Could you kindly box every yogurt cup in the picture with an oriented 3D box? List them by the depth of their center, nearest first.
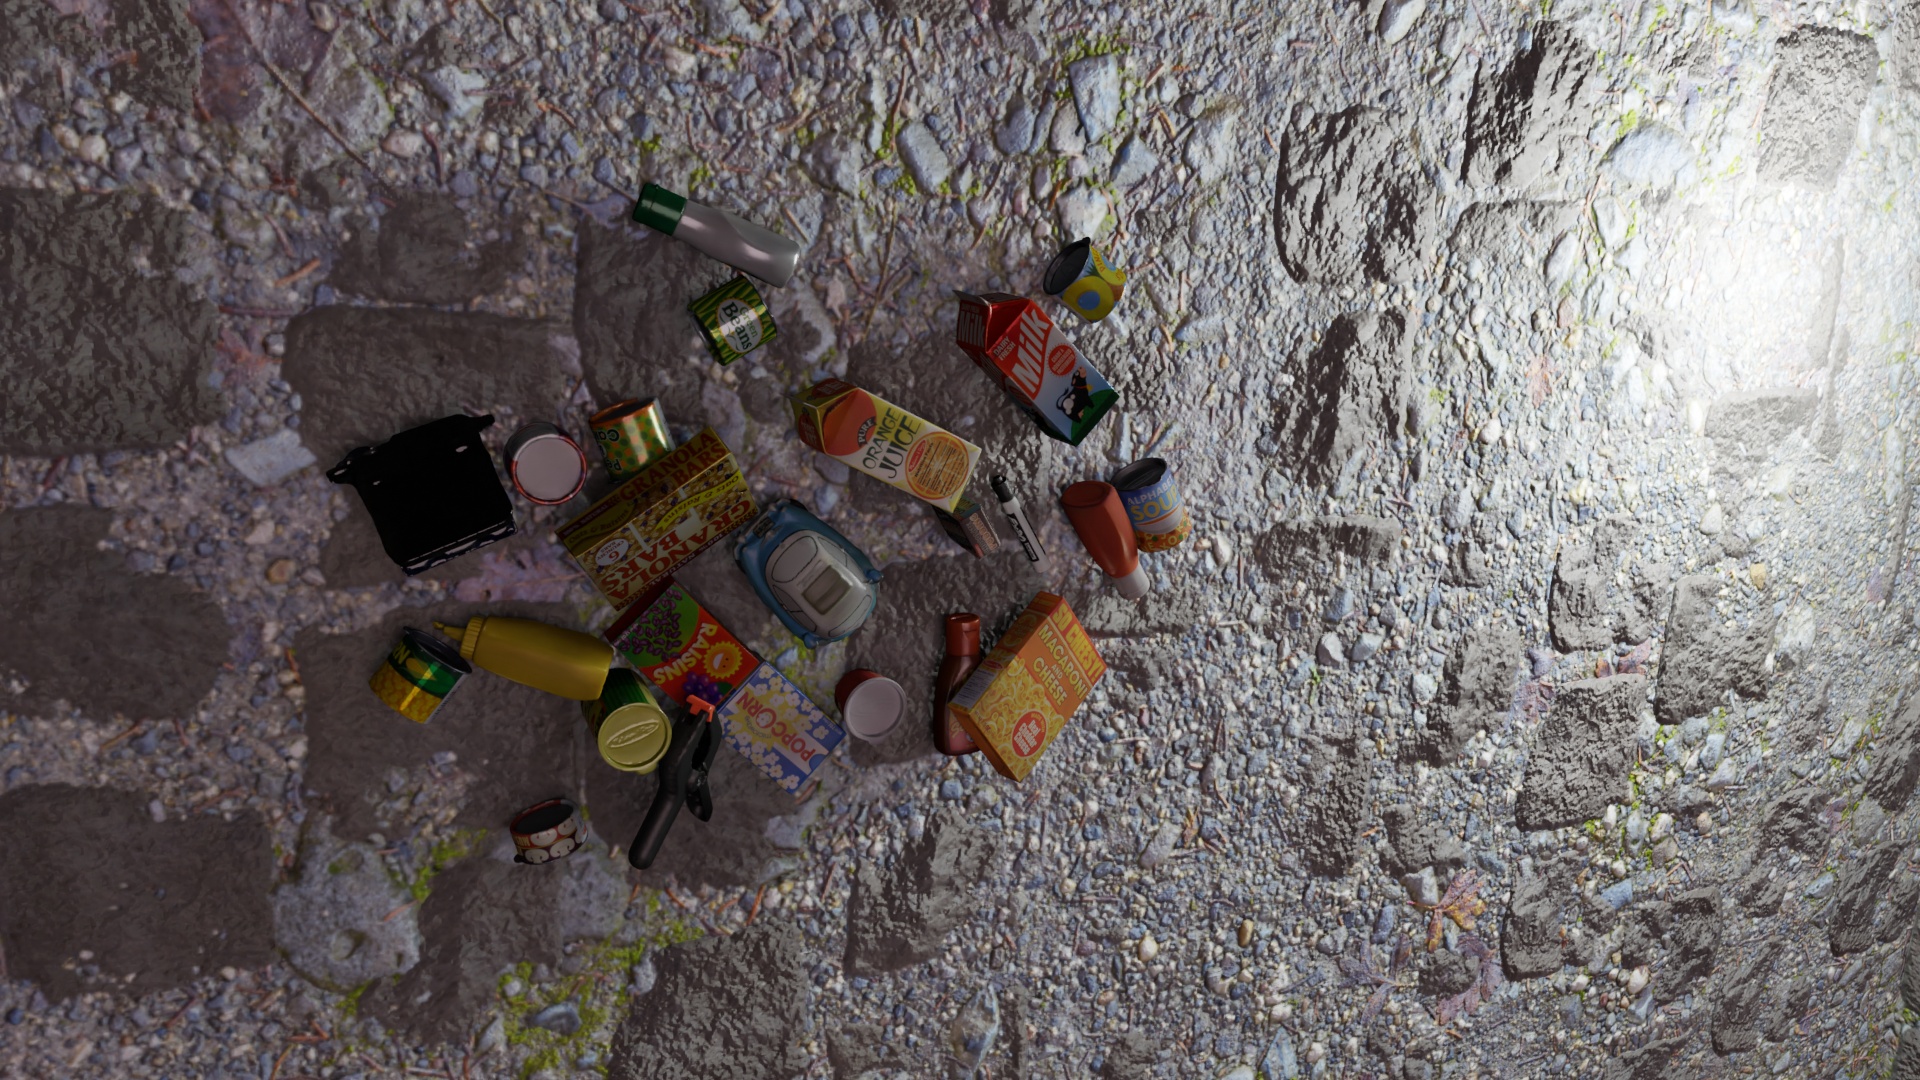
[{"bbox_3d":[-0.096,0.166,1.431,0.072,0.054,0.072,-7,106,-24],"label":"yogurt cup"}]

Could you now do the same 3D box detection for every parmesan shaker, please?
[{"bbox_3d":[-0.314,0.169,1.301,0.071,0.103,0.071,-6,106,-23],"label":"parmesan shaker"}]

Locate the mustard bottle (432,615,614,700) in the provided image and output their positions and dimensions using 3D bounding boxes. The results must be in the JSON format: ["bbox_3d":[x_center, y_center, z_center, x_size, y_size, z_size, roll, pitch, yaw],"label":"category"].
[{"bbox_3d":[-0.400,0.100,1.265,0.160,0.065,0.048,18,110,-11],"label":"mustard bottle"}]

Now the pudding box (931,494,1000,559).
[{"bbox_3d":[0.005,-0.018,1.414,0.030,0.084,0.049,-34,116,-10],"label":"pudding box"}]

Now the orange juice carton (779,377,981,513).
[{"bbox_3d":[-0.083,-0.101,1.357,0.192,0.072,0.073,24,92,-28],"label":"orange juice carton"}]

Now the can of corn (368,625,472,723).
[{"bbox_3d":[-0.481,0.119,1.231,0.071,0.071,0.058,39,86,-28],"label":"can of corn"}]

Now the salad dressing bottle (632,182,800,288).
[{"bbox_3d":[-0.220,-0.277,1.255,0.148,0.064,0.043,21,113,-20],"label":"salad dressing bottle"}]

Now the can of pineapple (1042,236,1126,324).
[{"bbox_3d":[0.128,-0.264,1.416,0.058,0.071,0.071,32,89,-29],"label":"can of pineapple"}]

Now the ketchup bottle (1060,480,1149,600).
[{"bbox_3d":[0.163,0.002,1.508,0.044,0.064,0.148,-53,130,-30],"label":"ketchup bottle"}]

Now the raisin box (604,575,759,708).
[{"bbox_3d":[-0.268,0.104,1.342,0.086,0.040,0.123,-46,116,-8],"label":"raisin box"}]

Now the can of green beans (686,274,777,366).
[{"bbox_3d":[-0.210,-0.201,1.274,0.058,0.071,0.071,-33,115,-14],"label":"can of green beans"}]

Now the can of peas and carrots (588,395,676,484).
[{"bbox_3d":[-0.298,-0.092,1.260,0.071,0.071,0.058,-24,112,-18],"label":"can of peas and carrots"}]

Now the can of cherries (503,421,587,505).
[{"bbox_3d":[-0.368,-0.067,1.239,0.071,0.058,0.071,-6,106,-23],"label":"can of cherries"}]

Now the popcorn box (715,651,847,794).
[{"bbox_3d":[-0.189,0.184,1.401,0.085,0.038,0.126,-48,117,-8],"label":"popcorn box"}]

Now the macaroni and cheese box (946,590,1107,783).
[{"bbox_3d":[0.074,0.155,1.487,0.167,0.040,0.123,-50,128,-23],"label":"macaroni and cheese box"}]

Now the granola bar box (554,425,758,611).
[{"bbox_3d":[-0.272,-0.017,1.269,0.166,0.039,0.123,-36,157,-12],"label":"granola bar box"}]

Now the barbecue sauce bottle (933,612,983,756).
[{"bbox_3d":[0.002,0.152,1.479,0.065,0.044,0.148,-8,107,-29],"label":"barbecue sauce bottle"}]

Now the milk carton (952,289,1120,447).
[{"bbox_3d":[0.067,-0.186,1.405,0.190,0.072,0.073,43,84,-27],"label":"milk carton"}]

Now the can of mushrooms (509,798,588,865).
[{"bbox_3d":[-0.392,0.276,1.313,0.071,0.071,0.033,-19,111,-20],"label":"can of mushrooms"}]

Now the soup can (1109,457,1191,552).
[{"bbox_3d":[0.209,-0.037,1.511,0.071,0.071,0.083,-33,115,-14],"label":"soup can"}]
